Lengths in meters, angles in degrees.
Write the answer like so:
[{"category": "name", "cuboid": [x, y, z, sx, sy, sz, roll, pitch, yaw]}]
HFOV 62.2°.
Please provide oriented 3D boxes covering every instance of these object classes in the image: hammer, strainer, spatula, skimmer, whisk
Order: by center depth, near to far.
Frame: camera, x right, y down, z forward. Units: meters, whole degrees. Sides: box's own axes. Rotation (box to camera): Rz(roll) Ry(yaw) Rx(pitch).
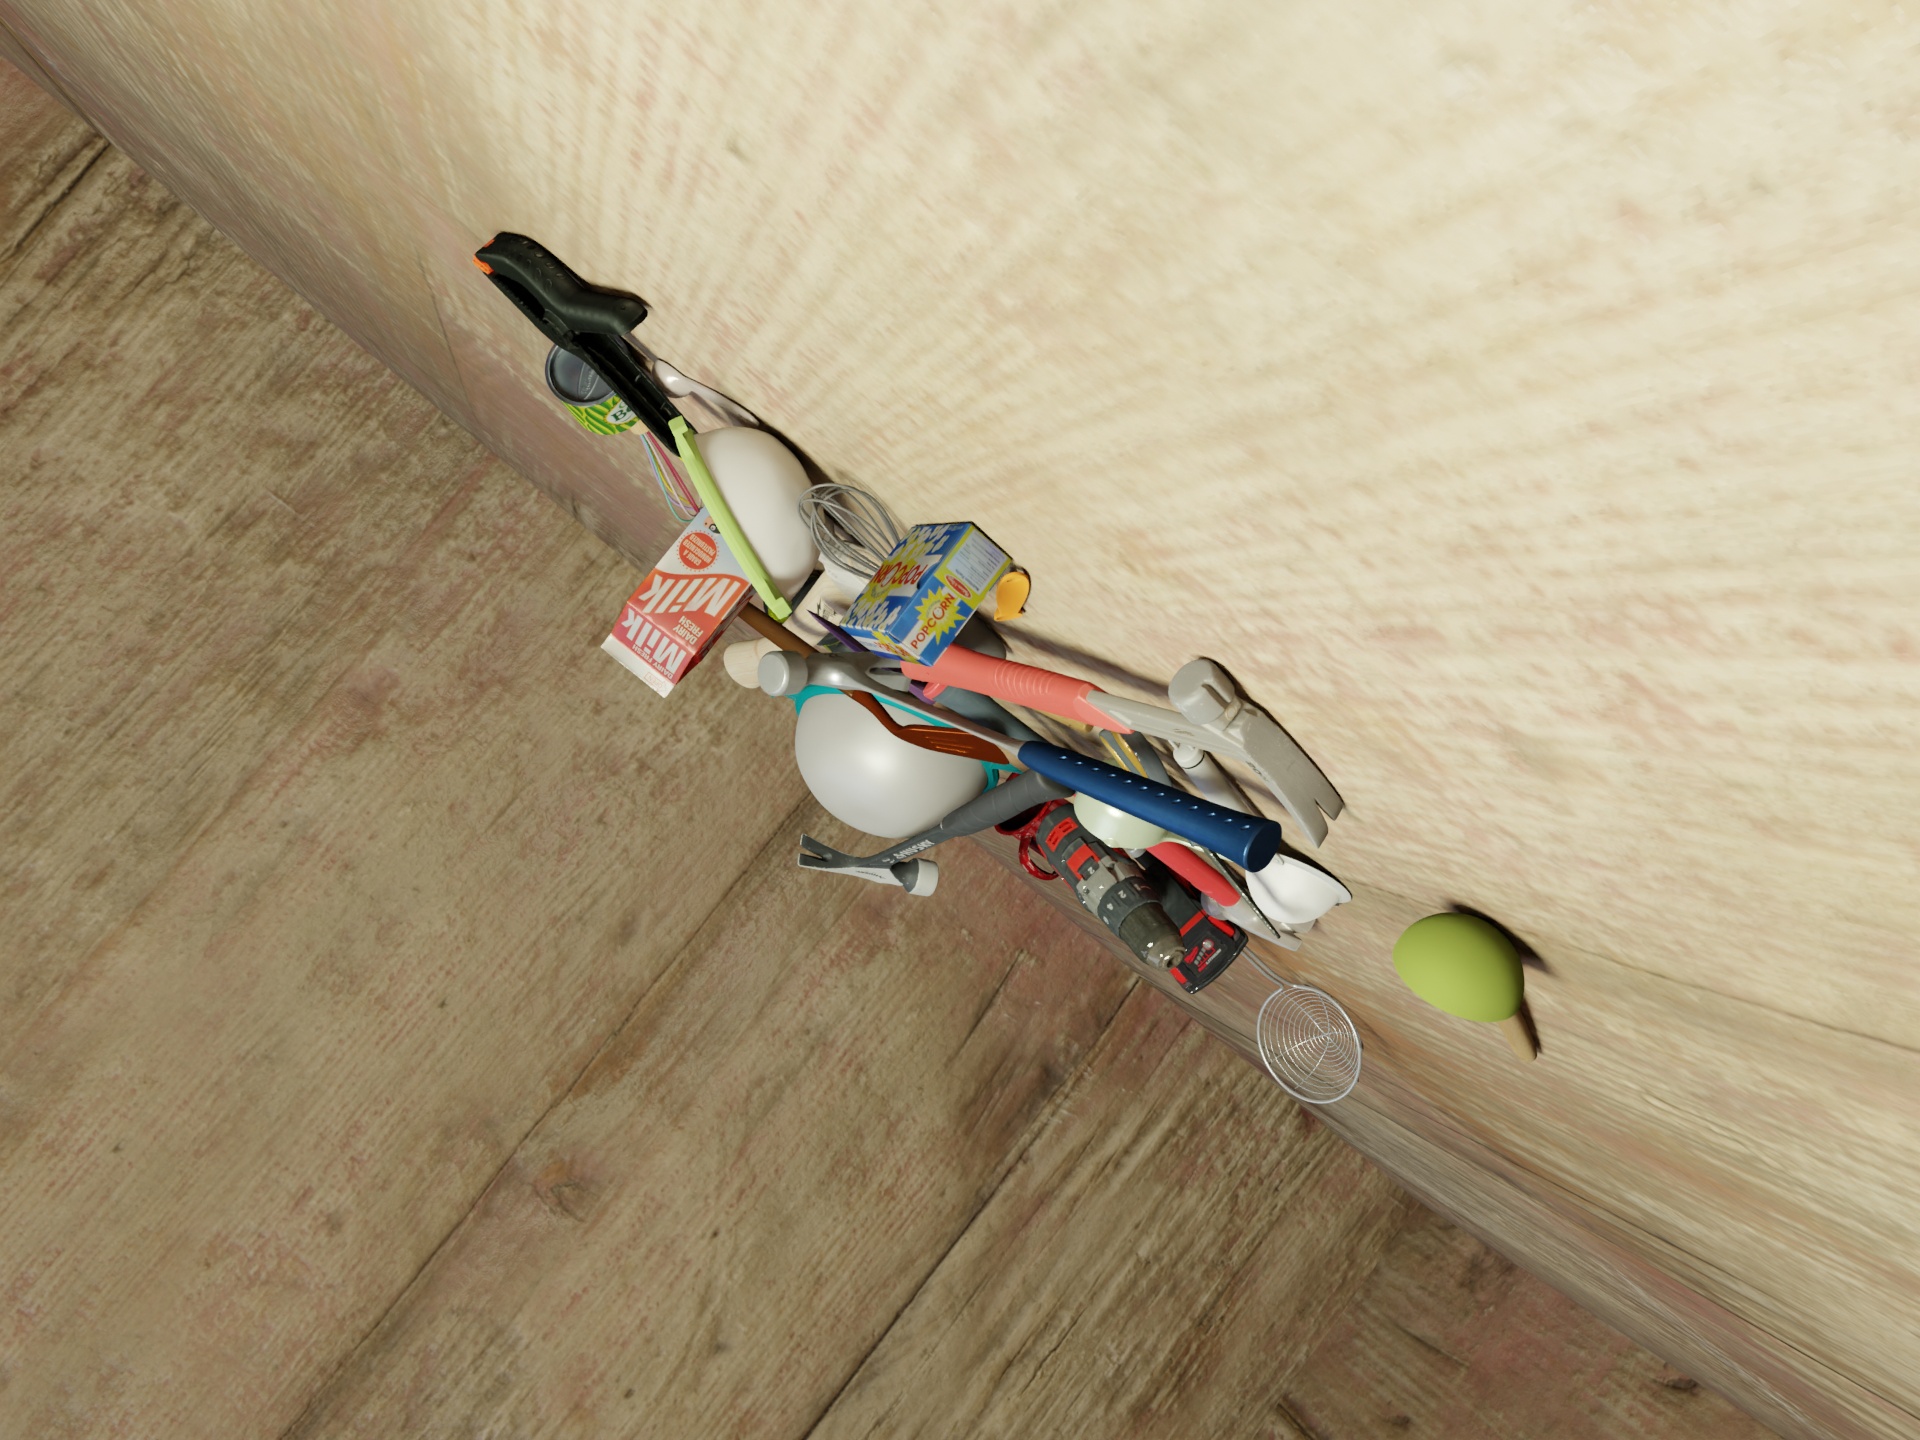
[{"category": "hammer", "cuboid": [0.077, -0.009, 1.025, 0.149, 0.037, 0.359, 43, 165, -34]}, {"category": "hammer", "cuboid": [0.044, 0.017, 1.117, 0.406, 0.035, 0.144, 22, -162, 37]}, {"category": "strainer", "cuboid": [0.204, 0.084, 1.119, 0.087, 0.050, 0.258, 9, 150, 44]}, {"category": "whisk", "cuboid": [-0.033, -0.099, 1.137, 0.055, 0.055, 0.238, 32, 175, 44]}, {"category": "strainer", "cuboid": [-0.137, -0.158, 1.179, 0.151, 0.069, 0.256, 61, -177, -5]}, {"category": "hammer", "cuboid": [0.130, 0.072, 1.325, 0.386, 0.038, 0.143, 37, 173, -21]}, {"category": "spatula", "cuboid": [-0.002, -0.004, 1.338, 0.315, 0.018, 0.060, 34, -178, -26]}, {"category": "spatula", "cuboid": [-0.097, -0.043, 1.340, 0.323, 0.041, 0.081, 35, 175, 26]}, {"category": "hammer", "cuboid": [-0.015, 0.093, 1.394, 0.149, 0.036, 0.409, 13, 159, -22]}, {"category": "whisk", "cuboid": [-0.276, -0.249, 1.408, 0.047, 0.051, 0.244, 41, 172, 28]}, {"category": "hammer", "cuboid": [-0.135, -0.076, 1.438, 0.146, 0.038, 0.410, 39, 159, -11]}, {"category": "strainer", "cuboid": [-0.023, 0.063, 1.484, 0.340, 0.095, 0.210, 9, 153, 33]}, {"category": "skimmer", "cuboid": [0.285, 0.259, 1.643, 0.363, 0.090, 0.127, 44, 139, -23]}]

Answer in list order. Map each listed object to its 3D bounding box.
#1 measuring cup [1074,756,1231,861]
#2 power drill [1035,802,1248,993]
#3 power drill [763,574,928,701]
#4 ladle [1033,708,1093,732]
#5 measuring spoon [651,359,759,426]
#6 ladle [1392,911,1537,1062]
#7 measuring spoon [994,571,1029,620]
[{"category": "measuring cup", "cuboid": [0.170, 0.074, 1.212, 0.167, 0.083, 0.038, 19, 126, 8]}, {"category": "power drill", "cuboid": [0.178, 0.178, 1.462, 0.226, 0.080, 0.188, 35, -169, -48]}, {"category": "power drill", "cuboid": [-0.103, -0.061, 1.607, 0.228, 0.080, 0.191, 44, 171, -19]}, {"category": "ladle", "cuboid": [0.002, -0.049, 1.343, 0.316, 0.031, 0.069, 29, 171, 45]}, {"category": "measuring spoon", "cuboid": [-0.187, -0.231, 1.151, 0.124, 0.018, 0.034, 33, 171, 38]}, {"category": "ladle", "cuboid": [0.345, 0.193, 1.036, 0.078, 0.062, 0.319, 37, 176, 34]}, {"category": "measuring spoon", "cuboid": [0.032, -0.082, 1.019, 0.117, 0.021, 0.011, 91, 170, -80]}]
